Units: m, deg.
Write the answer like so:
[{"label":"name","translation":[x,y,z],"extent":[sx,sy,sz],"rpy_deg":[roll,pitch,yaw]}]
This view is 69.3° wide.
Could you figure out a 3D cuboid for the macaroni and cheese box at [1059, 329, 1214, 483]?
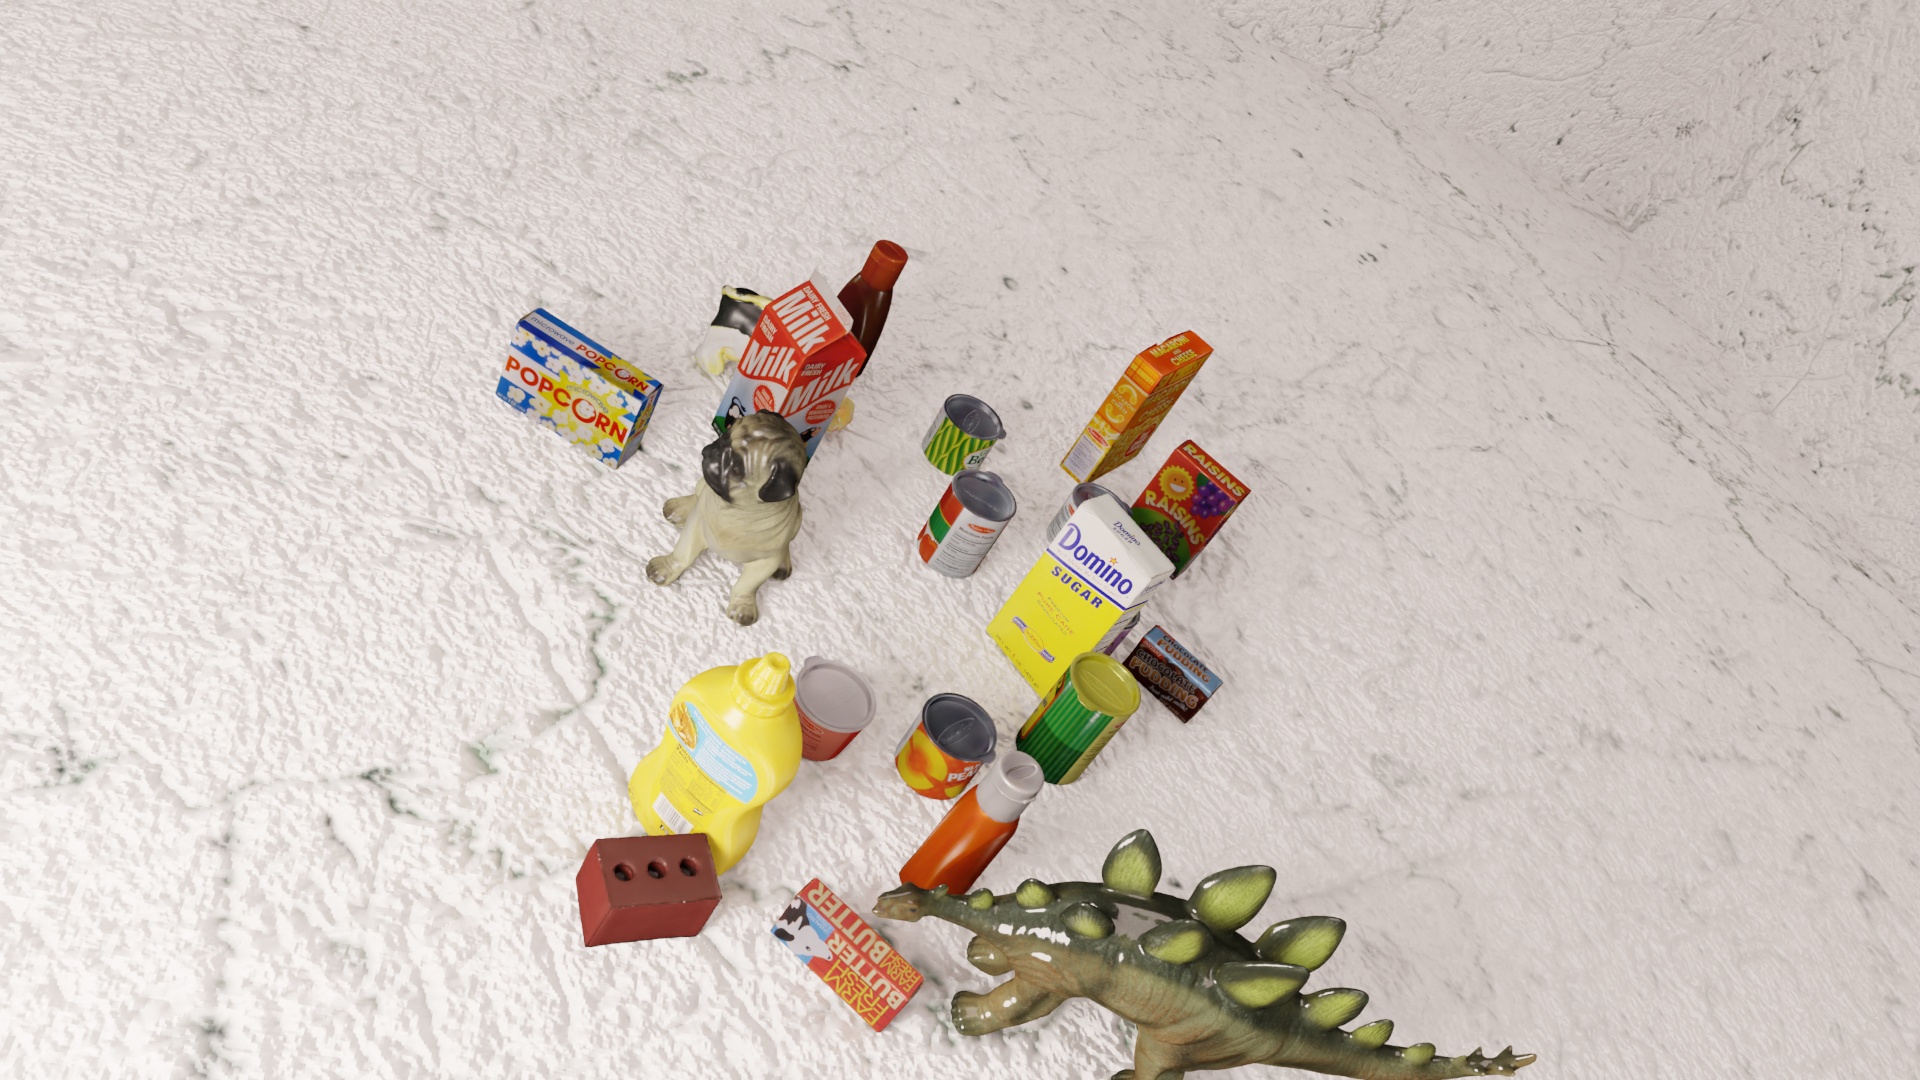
[{"label":"macaroni and cheese box","translation":[0.189,-0.144,1.499],"extent":[0.040,0.165,0.124],"rpy_deg":[44,39,14]}]

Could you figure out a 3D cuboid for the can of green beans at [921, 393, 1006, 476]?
[{"label":"can of green beans","translation":[0.001,-0.106,1.415],"extent":[0.071,0.057,0.071],"rpy_deg":[19,40,-17]}]

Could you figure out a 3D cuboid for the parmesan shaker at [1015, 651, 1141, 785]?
[{"label":"parmesan shaker","translation":[0.096,0.151,1.164],"extent":[0.071,0.102,0.072],"rpy_deg":[19,40,-17]}]

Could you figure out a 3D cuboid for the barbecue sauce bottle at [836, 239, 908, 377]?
[{"label":"barbecue sauce bottle","translation":[-0.100,-0.237,1.413],"extent":[0.044,0.147,0.065],"rpy_deg":[-13,57,-43]}]

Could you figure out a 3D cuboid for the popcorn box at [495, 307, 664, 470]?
[{"label":"popcorn box","translation":[-0.327,-0.129,1.188],"extent":[0.127,0.084,0.038],"rpy_deg":[32,38,-1]}]

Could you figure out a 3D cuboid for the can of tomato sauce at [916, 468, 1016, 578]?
[{"label":"can of tomato sauce","translation":[0.005,-0.016,1.299],"extent":[0.071,0.082,0.071],"rpy_deg":[19,40,-17]}]

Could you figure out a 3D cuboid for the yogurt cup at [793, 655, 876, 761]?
[{"label":"yogurt cup","translation":[-0.106,0.135,1.081],"extent":[0.072,0.053,0.073],"rpy_deg":[19,40,-17]}]

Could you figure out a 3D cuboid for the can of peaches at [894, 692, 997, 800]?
[{"label":"can of peaches","translation":[-0.011,0.167,1.110],"extent":[0.071,0.057,0.071],"rpy_deg":[19,40,-17]}]

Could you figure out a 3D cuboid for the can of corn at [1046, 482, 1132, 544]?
[{"label":"can of corn","translation":[0.131,-0.015,1.406],"extent":[0.071,0.058,0.071],"rpy_deg":[19,40,-17]}]

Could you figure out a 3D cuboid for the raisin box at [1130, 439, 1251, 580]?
[{"label":"raisin box","translation":[0.230,-0.032,1.441],"extent":[0.086,0.122,0.040],"rpy_deg":[43,39,13]}]

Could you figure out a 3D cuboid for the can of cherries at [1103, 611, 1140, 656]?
[{"label":"can of cherries","translation":[0.128,0.074,1.307],"extent":[0.071,0.058,0.072],"rpy_deg":[19,40,-17]}]

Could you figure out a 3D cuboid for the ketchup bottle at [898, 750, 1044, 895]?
[{"label":"ketchup bottle","translation":[0.012,0.209,1.006],"extent":[0.065,0.148,0.043],"rpy_deg":[-10,54,-41]}]

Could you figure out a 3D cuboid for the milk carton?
[{"label":"milk carton","translation":[-0.149,-0.149,1.249],"extent":[0.074,0.189,0.072],"rpy_deg":[-11,55,-42]}]

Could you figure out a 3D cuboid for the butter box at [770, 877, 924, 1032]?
[{"label":"butter box","translation":[-0.077,0.281,0.943],"extent":[0.103,0.052,0.024],"rpy_deg":[40,38,10]}]

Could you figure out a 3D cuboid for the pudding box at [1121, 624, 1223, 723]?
[{"label":"pudding box","translation":[0.199,0.125,1.309],"extent":[0.084,0.049,0.030],"rpy_deg":[42,39,12]}]
